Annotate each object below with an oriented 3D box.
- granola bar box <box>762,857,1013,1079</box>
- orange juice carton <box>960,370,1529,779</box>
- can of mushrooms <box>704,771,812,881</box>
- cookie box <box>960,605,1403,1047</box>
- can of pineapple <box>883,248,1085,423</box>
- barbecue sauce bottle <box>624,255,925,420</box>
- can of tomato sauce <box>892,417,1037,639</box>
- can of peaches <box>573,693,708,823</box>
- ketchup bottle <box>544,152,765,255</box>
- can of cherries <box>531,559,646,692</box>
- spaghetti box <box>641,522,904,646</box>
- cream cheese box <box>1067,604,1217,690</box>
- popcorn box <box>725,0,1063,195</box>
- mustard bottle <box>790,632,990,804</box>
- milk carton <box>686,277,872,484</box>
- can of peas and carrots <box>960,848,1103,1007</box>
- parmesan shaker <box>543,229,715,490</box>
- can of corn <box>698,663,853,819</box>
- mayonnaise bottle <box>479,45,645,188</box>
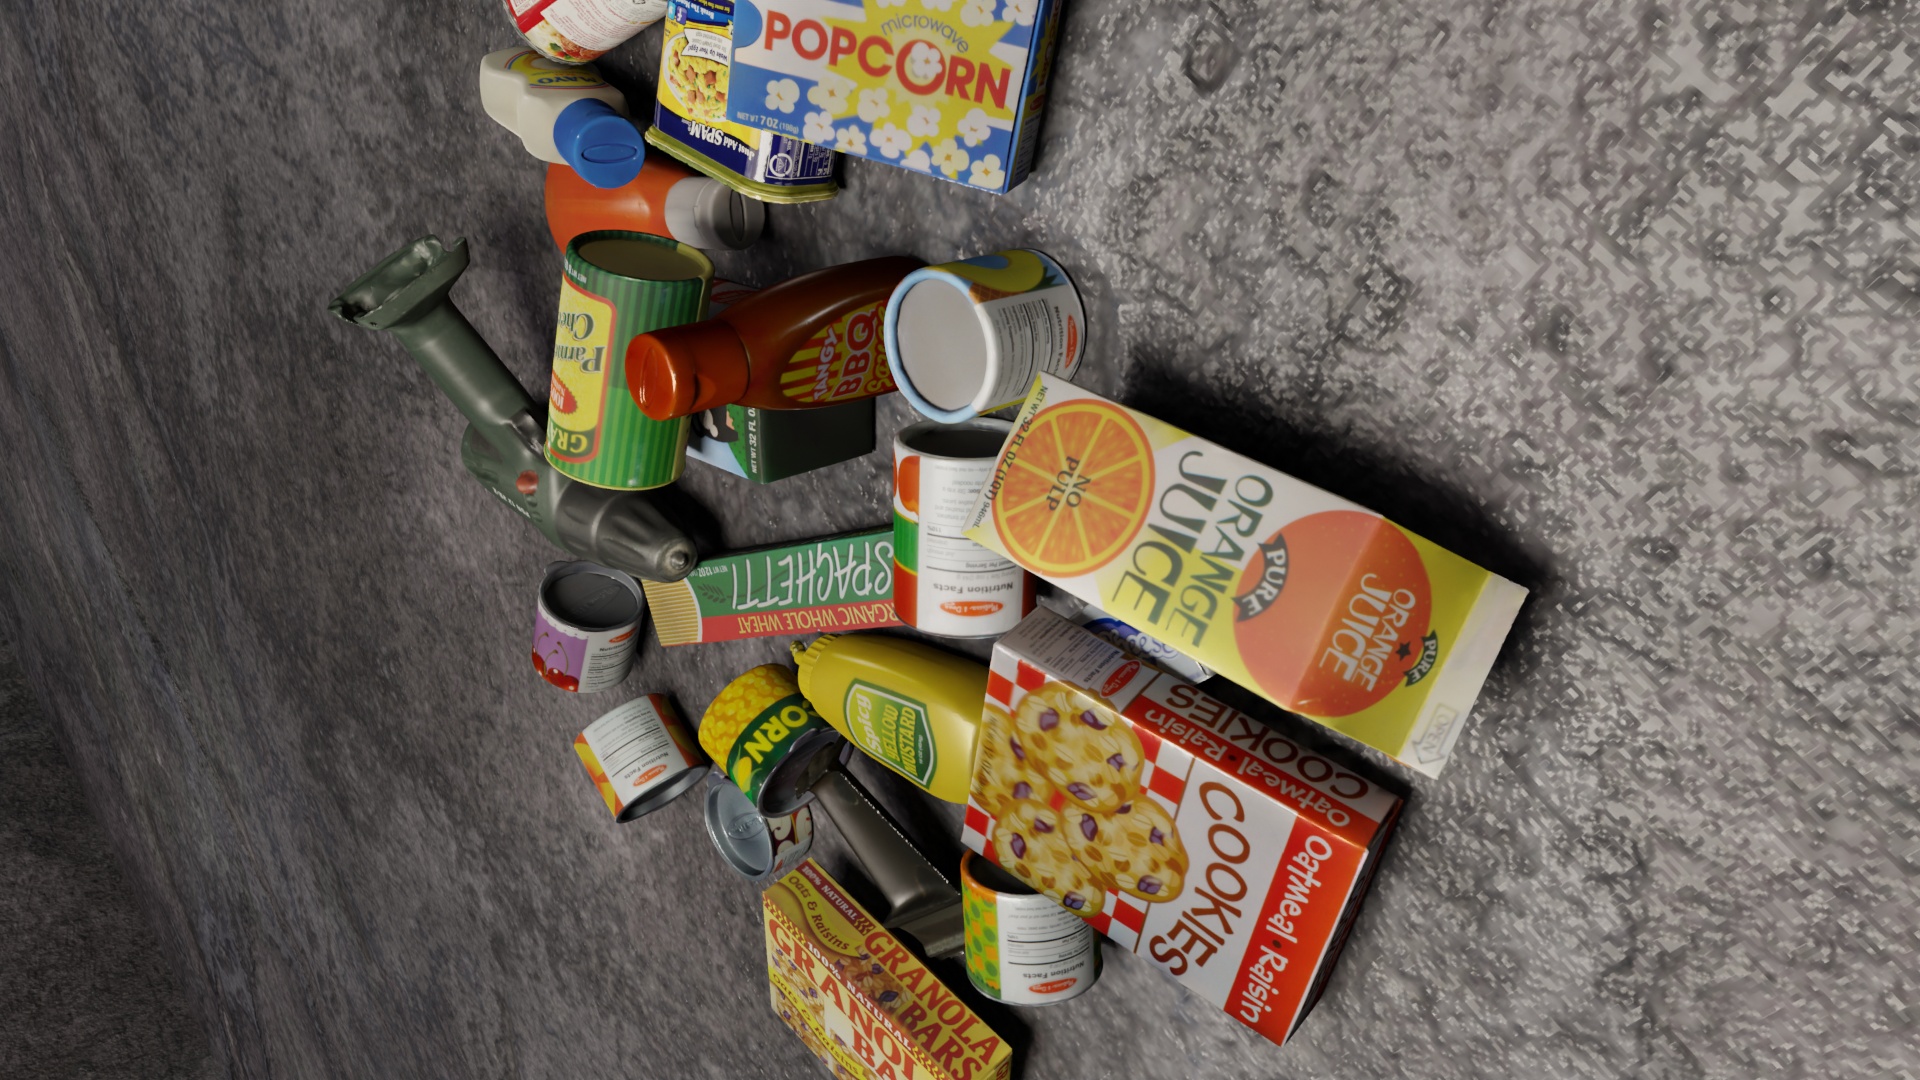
[{"bbox_3d":[-0.043,0.273,0.782,0.166,0.039,0.123,35,140,32],"label":"granola bar box"},{"bbox_3d":[0.101,0.010,0.507,0.193,0.073,0.071,28,94,35],"label":"orange juice carton"},{"bbox_3d":[-0.124,0.167,0.842,0.071,0.033,0.070,20,120,40],"label":"can of mushrooms"},{"bbox_3d":[0.085,0.118,0.582,0.168,0.040,0.122,28,130,25],"label":"cookie box"},{"bbox_3d":[0.008,-0.088,0.590,0.071,0.058,0.070,19,119,40],"label":"can of pineapple"},{"bbox_3d":[-0.074,-0.085,0.608,0.044,0.149,0.064,38,129,30],"label":"barbecue sauce bottle"},{"bbox_3d":[0.002,-0.008,0.623,0.071,0.071,0.082,20,118,40],"label":"can of tomato sauce"},{"bbox_3d":[-0.205,0.140,0.892,0.058,0.071,0.071,56,136,14],"label":"can of peaches"},{"bbox_3d":[-0.165,-0.177,0.744,0.149,0.044,0.064,15,115,41],"label":"ketchup bottle"},{"bbox_3d":[-0.241,0.054,0.894,0.071,0.072,0.058,42,132,27],"label":"can of cherries"},{"bbox_3d":[-0.097,0.026,0.764,0.249,0.029,0.050,-8,100,47],"label":"spaghetti box"},{"bbox_3d":[0.068,0.053,0.609,0.103,0.024,0.053,-40,75,46],"label":"cream cheese box"},{"bbox_3d":[-0.027,-0.199,0.562,0.127,0.038,0.084,18,122,10],"label":"popcorn box"},{"bbox_3d":[-0.037,0.081,0.708,0.160,0.049,0.065,18,119,40],"label":"mustard bottle"},{"bbox_3d":[-0.136,-0.093,0.724,0.191,0.074,0.072,20,119,40],"label":"milk carton"},{"bbox_3d":[0.033,0.177,0.664,0.071,0.071,0.058,13,114,42],"label":"can of peas and carrots"},{"bbox_3d":[-0.155,-0.085,0.642,0.071,0.071,0.102,34,123,32],"label":"parmesan shaker"},{"bbox_3d":[-0.103,0.109,0.774,0.058,0.071,0.070,41,131,28],"label":"can of corn"},{"bbox_3d":[-0.205,-0.223,0.726,0.148,0.065,0.041,44,137,47],"label":"mayonnaise bottle"}]
